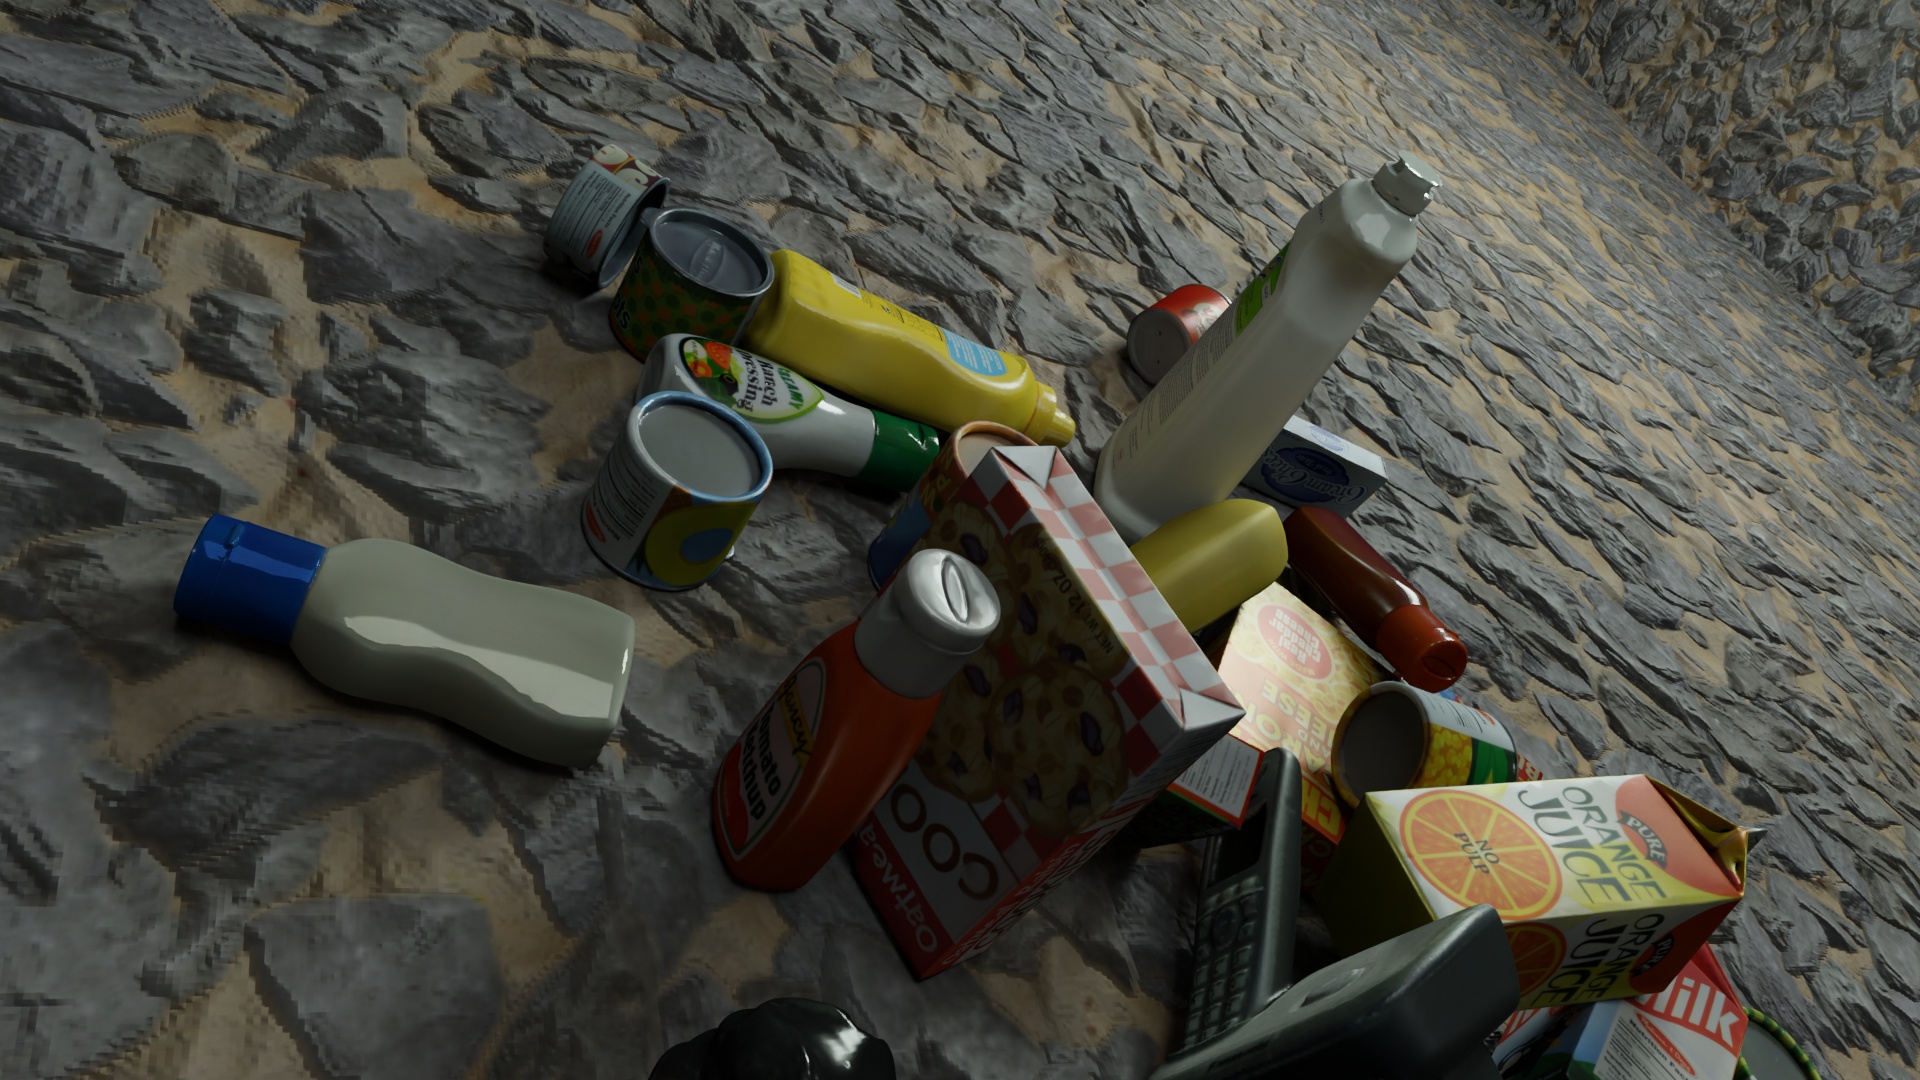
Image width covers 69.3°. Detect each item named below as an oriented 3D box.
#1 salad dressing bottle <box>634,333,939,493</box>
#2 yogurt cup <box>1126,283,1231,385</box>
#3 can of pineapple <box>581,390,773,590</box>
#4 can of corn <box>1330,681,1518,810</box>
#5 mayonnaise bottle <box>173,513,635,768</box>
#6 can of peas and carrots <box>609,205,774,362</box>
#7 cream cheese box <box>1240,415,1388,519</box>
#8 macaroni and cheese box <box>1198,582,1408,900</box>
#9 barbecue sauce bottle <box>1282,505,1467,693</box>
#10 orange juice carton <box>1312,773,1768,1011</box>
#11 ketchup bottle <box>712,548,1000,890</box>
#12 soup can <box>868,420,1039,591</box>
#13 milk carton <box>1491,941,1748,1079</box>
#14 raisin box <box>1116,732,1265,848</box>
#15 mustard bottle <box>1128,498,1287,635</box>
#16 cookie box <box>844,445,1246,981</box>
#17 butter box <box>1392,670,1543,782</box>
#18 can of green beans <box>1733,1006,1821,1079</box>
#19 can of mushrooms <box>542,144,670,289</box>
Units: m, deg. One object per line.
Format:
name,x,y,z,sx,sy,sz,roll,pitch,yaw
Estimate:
salad dressing bottle,-0.082,-0.058,0.681,0.148,0.043,0.064,15,39,-28
yogurt cup,0.151,-0.138,0.952,0.054,0.072,0.072,-26,68,-43
can of pineapple,-0.120,-0.022,0.597,0.071,0.057,0.071,23,38,-19
can of corn,0.221,0.109,0.669,0.058,0.070,0.071,20,39,-24
mayonnaise bottle,-0.193,0.032,0.492,0.148,0.041,0.065,21,37,-20
can of peas and carrots,-0.137,-0.125,0.696,0.071,0.058,0.071,23,38,-19
cream cheese box,0.228,-0.050,0.927,0.104,0.053,0.024,22,41,-21
macaroni and cheese box,0.176,0.101,0.728,0.124,0.040,0.167,37,35,-1
barbecue sauce bottle,0.242,0.034,0.818,0.065,0.043,0.149,28,17,-27
orange juice carton,0.264,0.156,0.616,0.193,0.071,0.073,0,39,-17
ketchup bottle,-0.039,0.063,0.495,0.043,0.148,0.065,16,41,-29
soup can,0.002,-0.008,0.664,0.071,0.083,0.072,23,38,-19
milk carton,0.311,0.243,0.659,0.073,0.072,0.191,48,38,14
raisin box,0.054,0.085,0.598,0.123,0.086,0.040,29,65,-11
mustard bottle,0.102,0.028,0.724,0.161,0.065,0.048,-29,107,-32
cookie box,0.008,0.066,0.517,0.040,0.166,0.123,-4,52,-47
butter box,0.292,0.120,0.818,0.103,0.024,0.053,43,37,8
can of green beans,0.389,0.277,0.699,0.071,0.057,0.071,23,38,-19
can of mushrooms,-0.178,-0.163,0.699,0.033,0.070,0.071,32,36,-7
